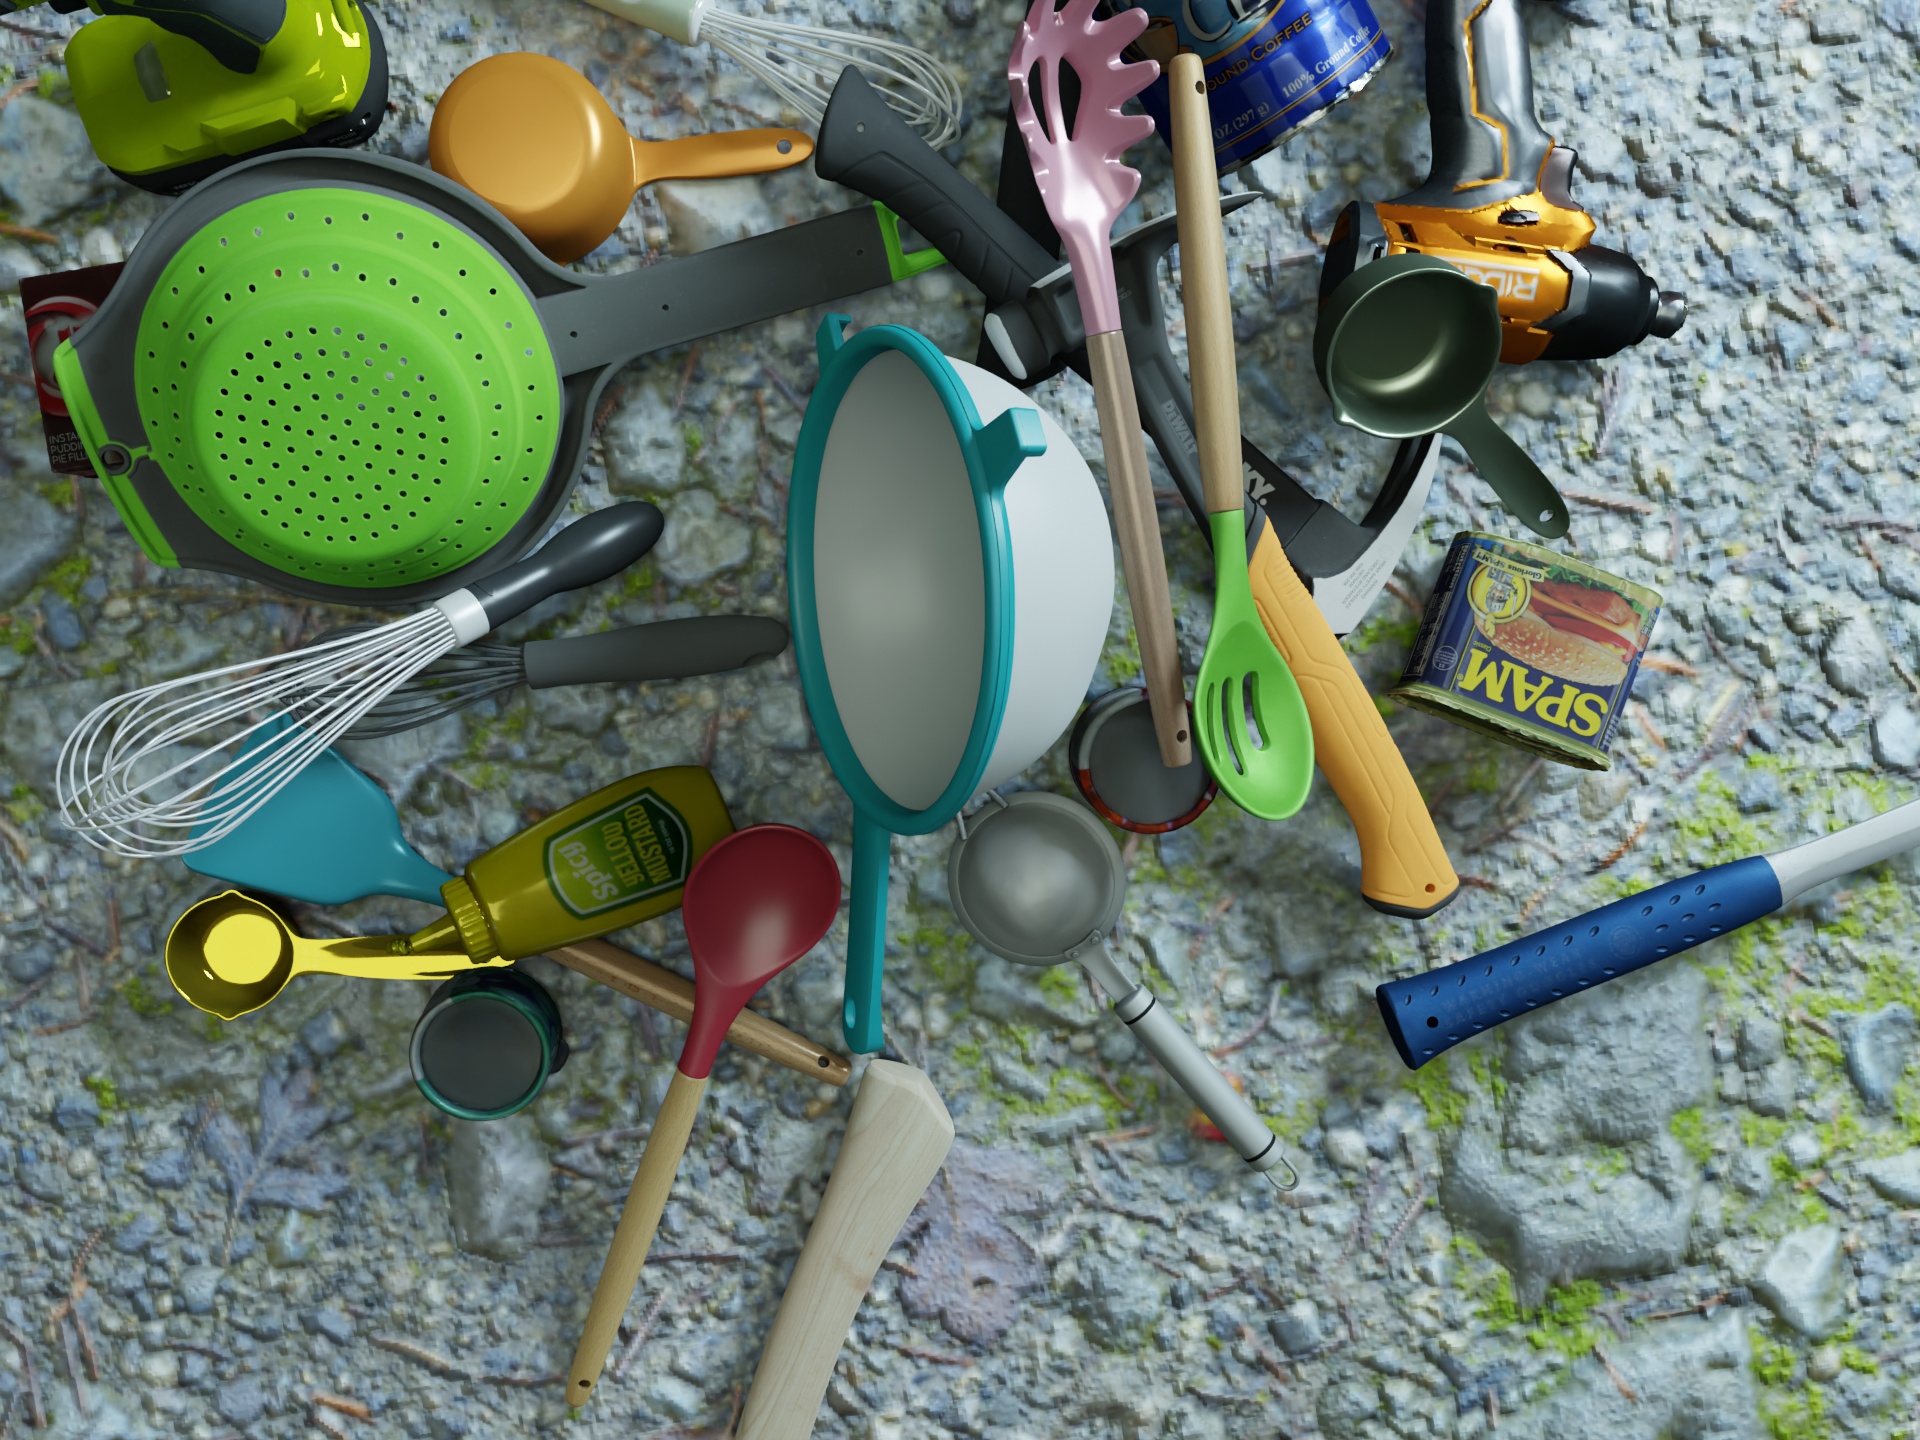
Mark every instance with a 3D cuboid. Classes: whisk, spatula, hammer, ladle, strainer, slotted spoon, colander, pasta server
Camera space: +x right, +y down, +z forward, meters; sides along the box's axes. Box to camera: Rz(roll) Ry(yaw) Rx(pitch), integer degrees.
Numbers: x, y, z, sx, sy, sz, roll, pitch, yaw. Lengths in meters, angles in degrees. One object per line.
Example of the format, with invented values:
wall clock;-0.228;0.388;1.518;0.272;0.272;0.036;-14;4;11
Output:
whisk;-0.241;-0.029;0.678;0.284;0.070;0.070;-34;93;-31
spatula;-0.195;0.101;0.745;0.317;0.044;0.082;25;67;-3
hammer;0.392;0.066;0.754;0.405;0.035;0.144;-21;93;0
hammer;0.043;-0.356;0.733;0.149;0.036;0.409;7;93;0
hammer;-0.104;0.357;0.762;0.146;0.038;0.410;19;92;0
whisk;-0.199;-0.028;0.739;0.239;0.055;0.055;-7;93;-5
whisk;-0.111;-0.317;0.727;0.246;0.059;0.058;24;85;3
ladle;-0.131;0.186;0.738;0.069;0.031;0.315;18;102;-15
hammer;0.144;-0.060;0.708;0.127;0.034;0.336;-30;102;-2
strainer;-0.001;-0.002;0.707;0.095;0.211;0.340;-7;117;-26
hammer;0.071;-0.167;0.715;0.334;0.035;0.146;40;91;-12
slotted spoon;0.109;-0.113;0.661;0.070;0.031;0.313;-13;100;-39
colander;-0.182;-0.156;0.681;0.397;0.095;0.204;-18;117;-6
pasta server;0.067;-0.131;0.649;0.060;0.040;0.316;-16;103;-21
strainer;0.078;0.128;0.753;0.087;0.050;0.258;-39;96;17

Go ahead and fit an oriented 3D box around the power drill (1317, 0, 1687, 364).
power drill;0.261;-0.276;0.718;0.164;0.084;0.226;8;97;-1

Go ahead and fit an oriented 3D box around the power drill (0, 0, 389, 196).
power drill;-0.344;-0.286;0.634;0.190;0.228;0.080;-18;93;0

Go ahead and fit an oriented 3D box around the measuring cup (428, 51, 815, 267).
measuring cup;-0.155;-0.261;0.725;0.173;0.052;0.095;-5;92;2

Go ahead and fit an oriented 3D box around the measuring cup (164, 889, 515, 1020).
measuring cup;-0.292;0.110;0.759;0.156;0.029;0.062;2;94;-13

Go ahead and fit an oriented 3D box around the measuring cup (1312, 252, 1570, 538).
measuring cup;0.220;-0.139;0.708;0.083;0.038;0.167;-40;122;19
